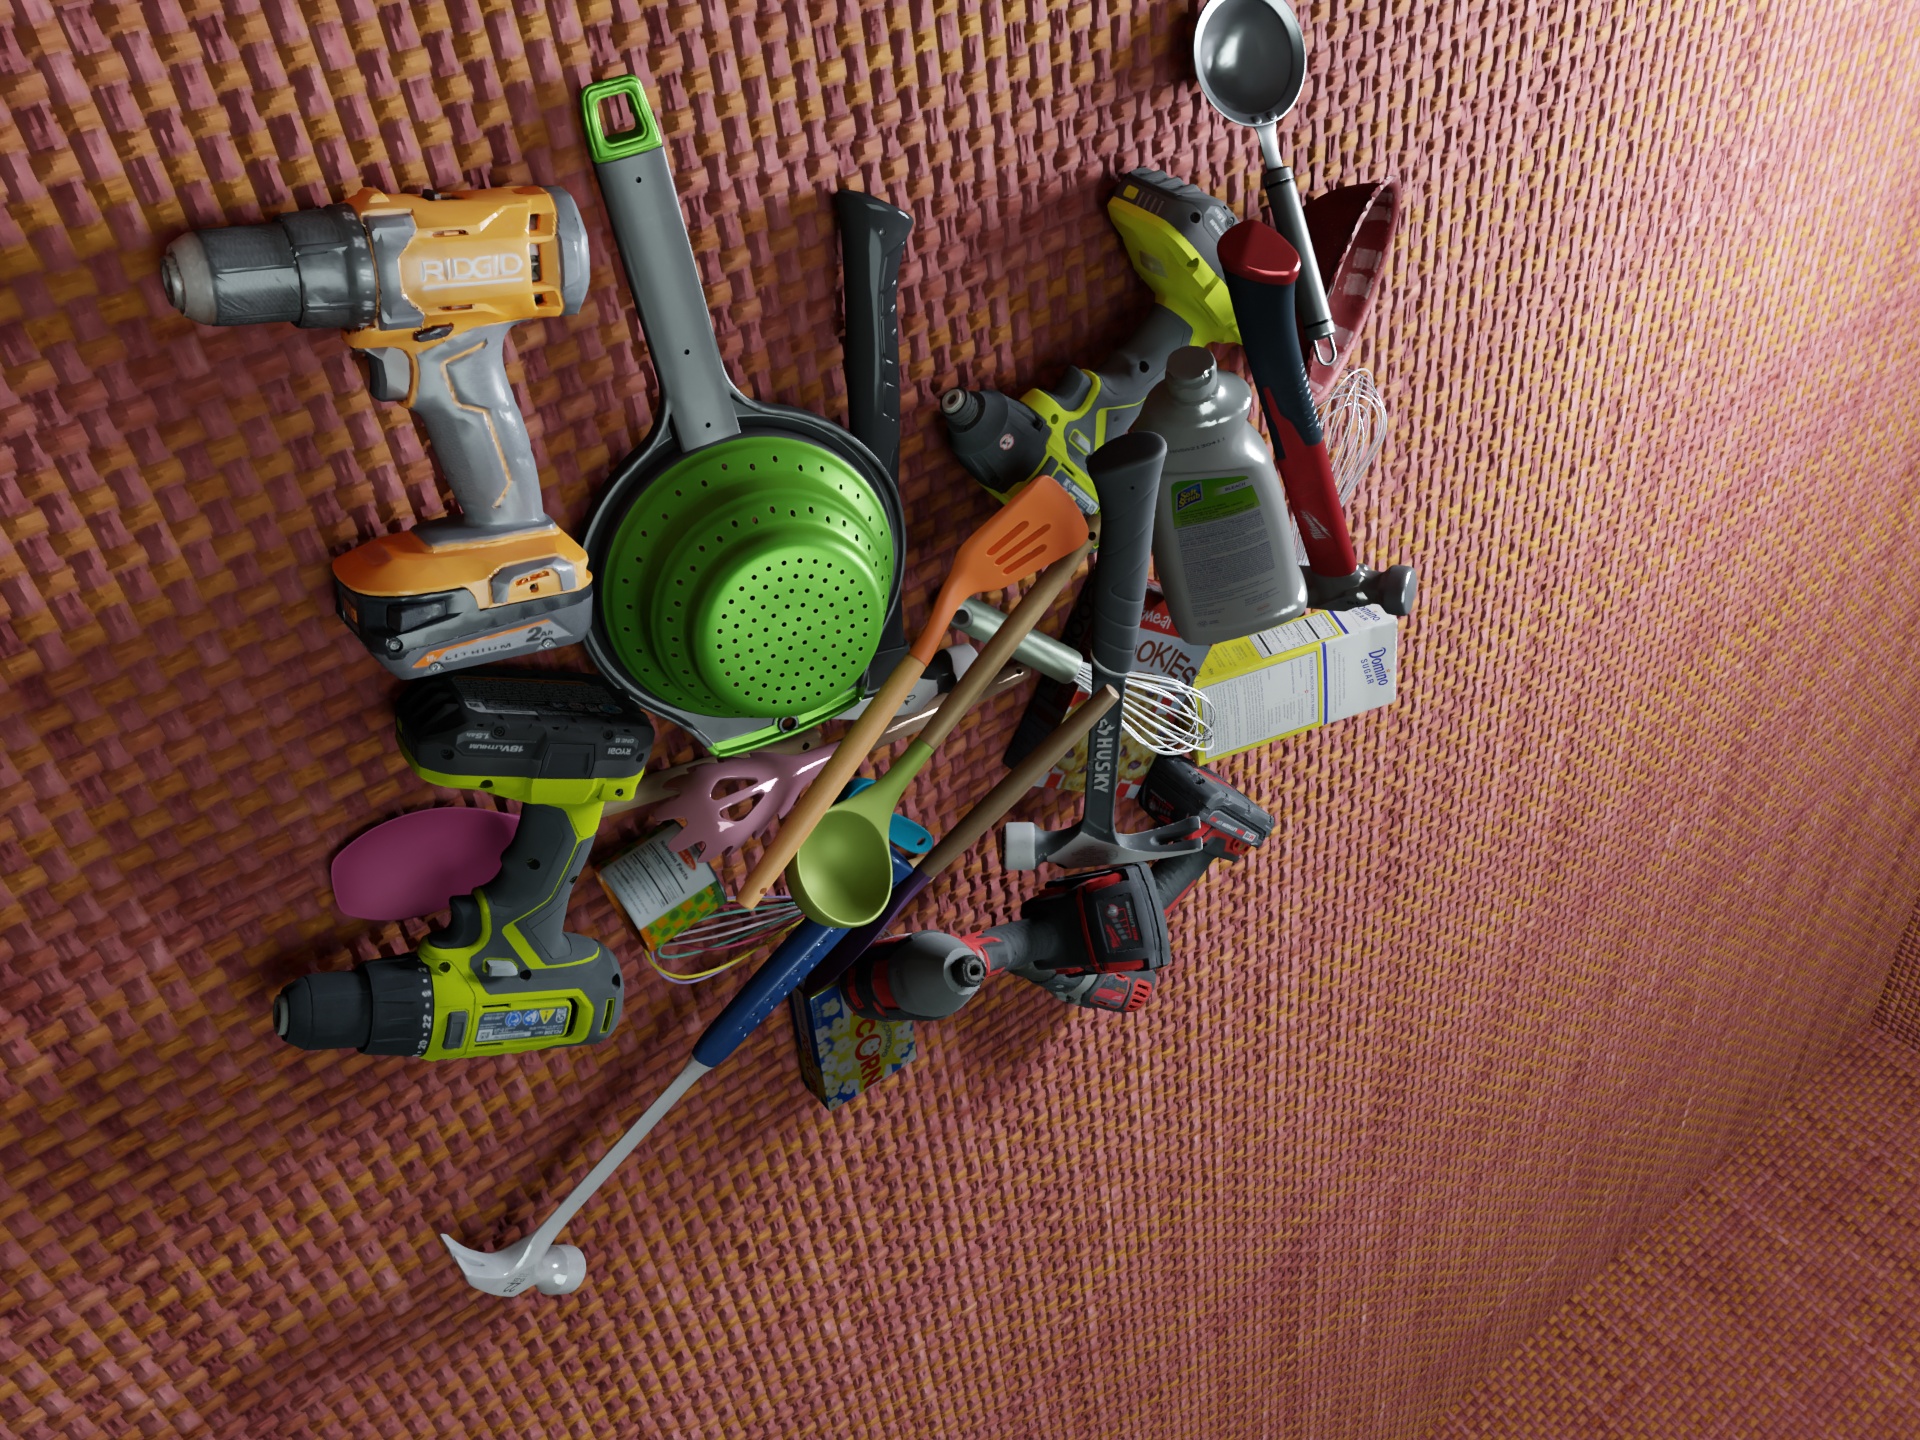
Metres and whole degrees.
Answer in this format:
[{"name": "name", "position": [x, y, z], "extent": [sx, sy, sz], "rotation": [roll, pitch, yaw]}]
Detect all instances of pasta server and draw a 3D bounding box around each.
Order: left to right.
[{"name": "pasta server", "position": [-0.064, 0.014, 1.056], "extent": [0.316, 0.040, 0.060], "rotation": [-25, 90, -42]}]

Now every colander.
[{"name": "colander", "position": [-0.123, -0.135, 0.855], "extent": [0.204, 0.095, 0.396], "rotation": [-22, 125, -15]}]

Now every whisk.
[{"name": "whisk", "position": [-0.114, 0.127, 1.110], "extent": [0.245, 0.047, 0.051], "rotation": [-13, 137, -41]}, {"name": "whisk", "position": [0.084, -0.035, 1.121], "extent": [0.246, 0.059, 0.057], "rotation": [26, 120, -25]}, {"name": "whisk", "position": [0.274, -0.144, 1.257], "extent": [0.070, 0.070, 0.284], "rotation": [-16, 132, -33]}]

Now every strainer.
[{"name": "strainer", "position": [0.195, -0.348, 1.000], "extent": [0.087, 0.050, 0.258], "rotation": [-22, 100, -22]}]

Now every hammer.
[{"name": "hammer", "position": [-0.183, 0.237, 1.075], "extent": [0.405, 0.035, 0.144], "rotation": [-48, 152, 2]}, {"name": "hammer", "position": [-0.057, -0.150, 0.965], "extent": [0.146, 0.035, 0.334], "rotation": [-14, 123, -23]}, {"name": "hammer", "position": [0.104, -0.025, 1.057], "extent": [0.149, 0.036, 0.408], "rotation": [0, 140, 0]}, {"name": "hammer", "position": [0.213, -0.187, 1.074], "extent": [0.385, 0.143, 0.038], "rotation": [53, 52, -54]}]

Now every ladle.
[{"name": "ladle", "position": [-0.002, -0.003, 1.023], "extent": [0.078, 0.062, 0.320], "rotation": [39, 87, -25]}]

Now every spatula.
[{"name": "spatula", "position": [-0.035, -0.014, 0.987], "extent": [0.322, 0.041, 0.081], "rotation": [-55, 146, -6]}, {"name": "spatula", "position": [-0.006, 0.086, 1.080], "extent": [0.018, 0.060, 0.316], "rotation": [40, 110, -15]}]

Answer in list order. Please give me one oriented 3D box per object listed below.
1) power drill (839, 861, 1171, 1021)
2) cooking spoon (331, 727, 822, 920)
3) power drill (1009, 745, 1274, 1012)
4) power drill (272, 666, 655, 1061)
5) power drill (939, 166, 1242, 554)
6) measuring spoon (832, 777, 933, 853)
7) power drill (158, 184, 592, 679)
[{"name": "power drill", "position": [0.036, 0.163, 1.136], "extent": [0.219, 0.143, 0.078], "rotation": [-10, 85, -34]}, {"name": "cooking spoon", "position": [-0.223, 0.052, 0.975], "extent": [0.319, 0.017, 0.068], "rotation": [-18, 122, -32]}, {"name": "power drill", "position": [0.137, 0.137, 1.311], "extent": [0.187, 0.080, 0.226], "rotation": [24, 103, -47]}, {"name": "power drill", "position": [-0.272, 0.090, 0.893], "extent": [0.190, 0.080, 0.228], "rotation": [2, 113, -35]}, {"name": "power drill", "position": [0.093, -0.231, 1.022], "extent": [0.223, 0.080, 0.171], "rotation": [-53, 139, 5]}, {"name": "measuring spoon", "position": [-0.056, 0.070, 1.142], "extent": [0.042, 0.021, 0.128], "rotation": [-53, 147, -1]}, {"name": "power drill", "position": [-0.268, -0.138, 0.765], "extent": [0.185, 0.084, 0.226], "rotation": [-16, 122, -33]}]
